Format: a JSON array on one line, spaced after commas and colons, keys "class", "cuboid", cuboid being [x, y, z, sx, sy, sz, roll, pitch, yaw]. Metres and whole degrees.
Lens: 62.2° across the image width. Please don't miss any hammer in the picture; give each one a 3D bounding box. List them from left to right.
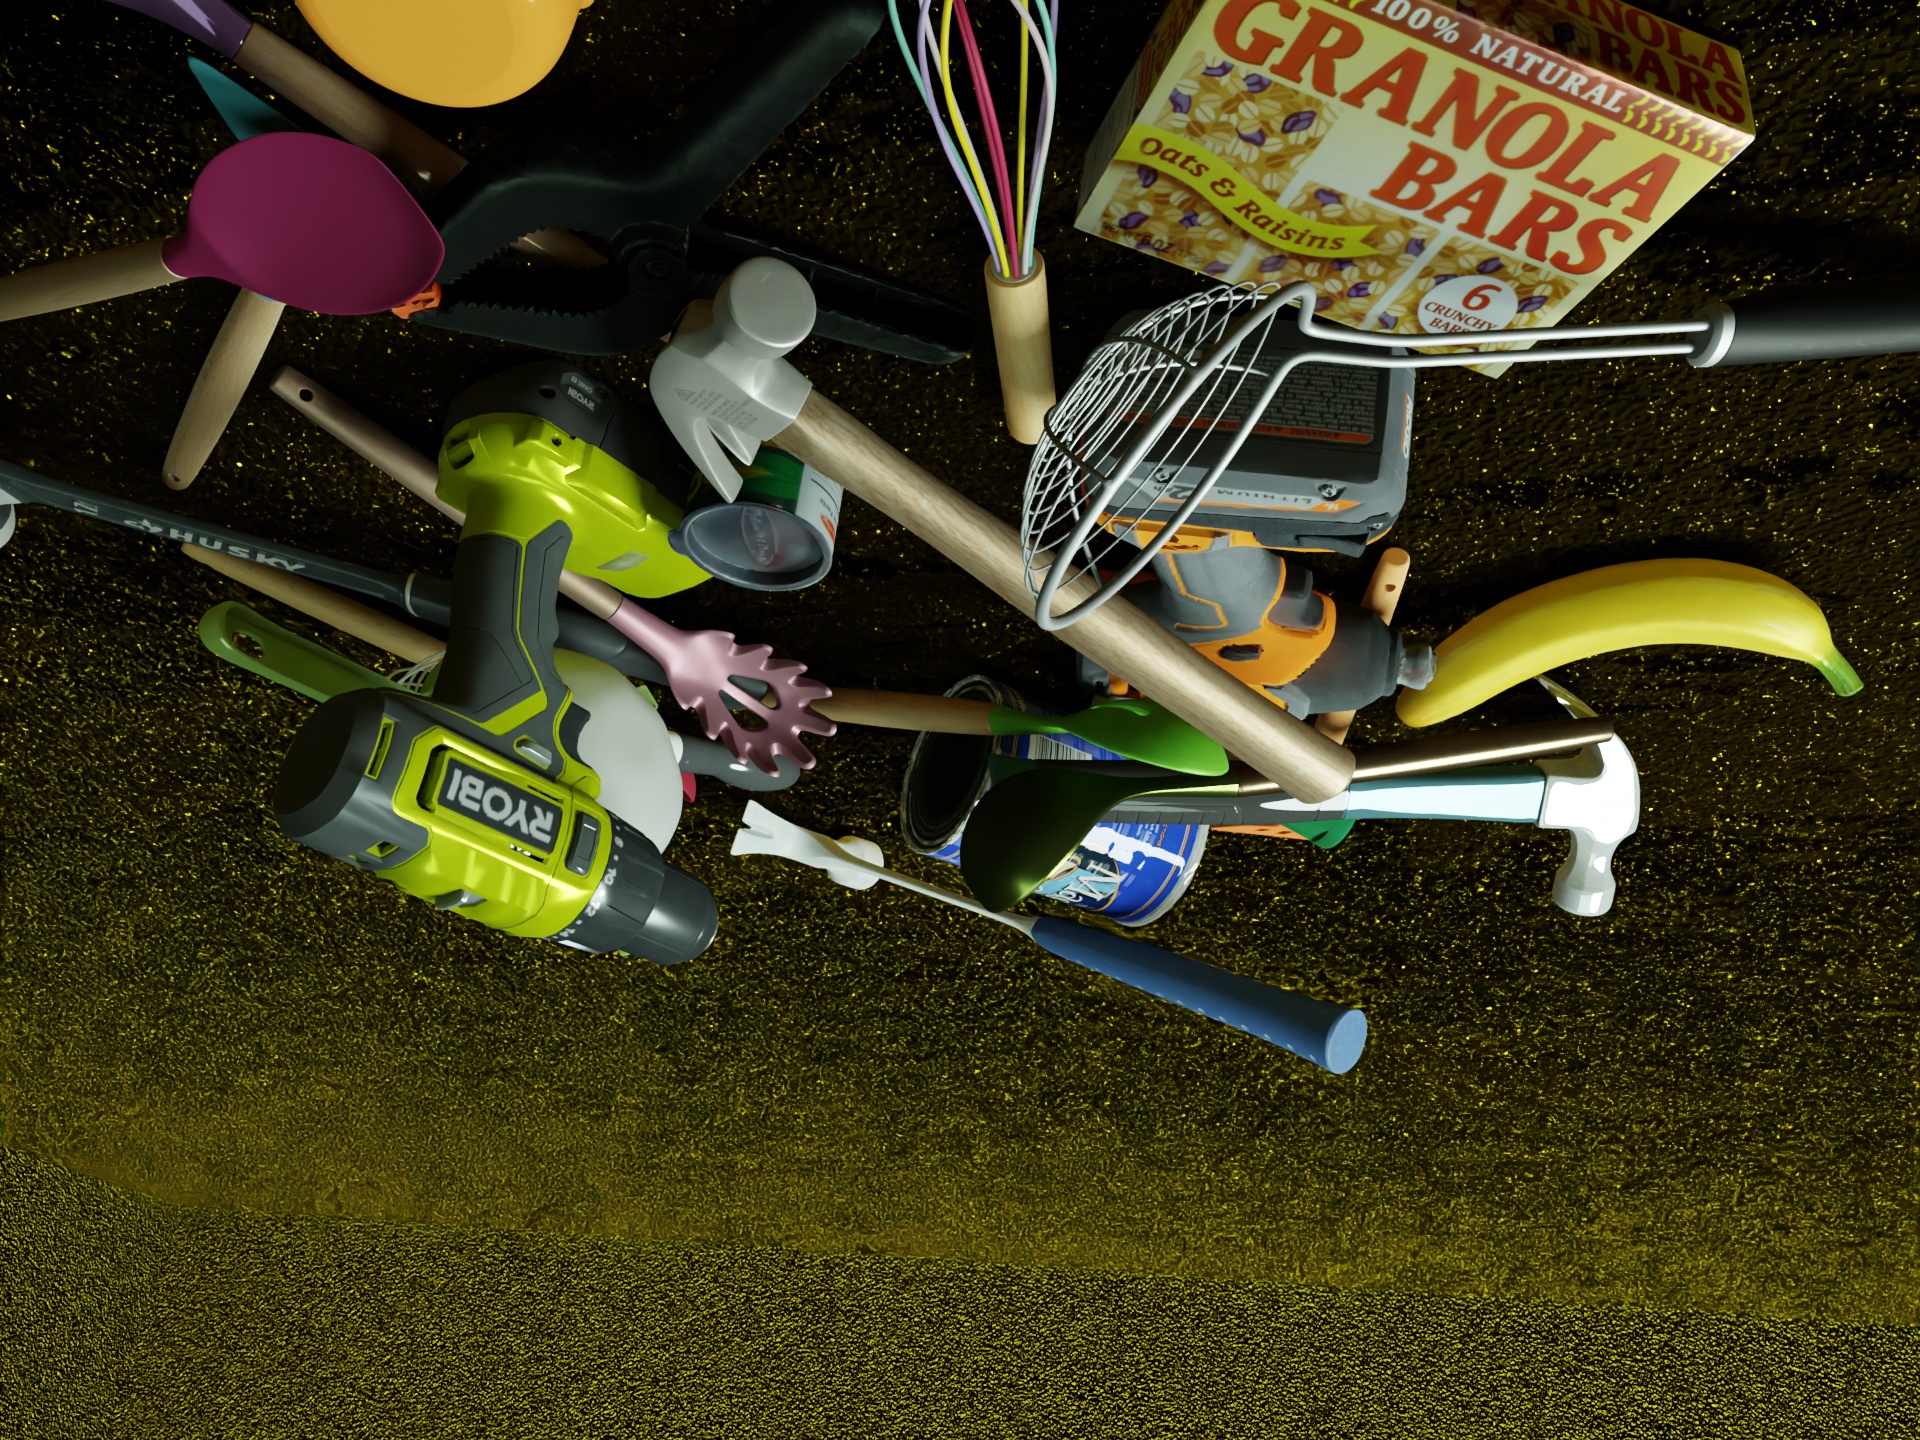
[{"class": "hammer", "cuboid": [-0.289, -0.071, 0.795, 0.408, 0.036, 0.149, 15, 158, -22]}, {"class": "hammer", "cuboid": [0.036, 0.118, 0.914, 0.406, 0.035, 0.144, 15, 174, 38]}, {"class": "hammer", "cuboid": [0.026, -0.055, 0.624, 0.331, 0.031, 0.130, 32, 160, -22]}, {"class": "hammer", "cuboid": [0.179, 0.038, 0.802, 0.331, 0.033, 0.128, 0, 115, -4]}]

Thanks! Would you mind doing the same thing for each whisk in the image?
[{"class": "whisk", "cuboid": [-0.191, 0.012, 0.876, 0.070, 0.070, 0.284, -15, 162, 36]}, {"class": "whisk", "cuboid": [0.014, -0.170, 0.551, 0.051, 0.047, 0.244, -4, 155, 5]}]

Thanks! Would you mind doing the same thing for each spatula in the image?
[{"class": "spatula", "cuboid": [-0.294, -0.158, 0.645, 0.082, 0.044, 0.317, 34, 145, -21]}, {"class": "spatula", "cuboid": [-0.219, -0.217, 0.543, 0.315, 0.018, 0.060, 30, 138, -35]}, {"class": "spatula", "cuboid": [0.197, 0.004, 0.860, 0.081, 0.041, 0.322, 6, 148, 3]}]

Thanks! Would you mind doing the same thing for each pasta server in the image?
[{"class": "pasta server", "cuboid": [-0.187, -0.069, 0.770, 0.316, 0.060, 0.040, 37, 172, -32]}]

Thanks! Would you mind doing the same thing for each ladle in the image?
[{"class": "ladle", "cuboid": [-0.281, -0.029, 0.901, 0.315, 0.031, 0.069, 28, 170, -30]}, {"class": "ladle", "cuboid": [0.157, 0.037, 0.754, 0.320, 0.062, 0.078, -8, -172, -6]}]

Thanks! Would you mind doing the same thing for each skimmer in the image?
[{"class": "skimmer", "cuboid": [0.192, -0.094, 0.505, 0.363, 0.090, 0.127, -6, 157, -10]}]

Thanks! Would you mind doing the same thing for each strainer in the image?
[{"class": "strainer", "cuboid": [-0.211, 0.000, 0.721, 0.069, 0.152, 0.256, -22, 146, 28]}]

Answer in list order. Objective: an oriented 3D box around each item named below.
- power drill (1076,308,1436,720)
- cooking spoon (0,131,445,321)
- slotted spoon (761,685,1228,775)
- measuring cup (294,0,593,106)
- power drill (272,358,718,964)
[{"class": "power drill", "cuboid": [0.129, -0.069, 0.669, 0.164, 0.084, 0.226, 7, 156, 9]}, {"class": "cooking spoon", "cuboid": [-0.305, -0.170, 0.592, 0.319, 0.017, 0.068, 2, 142, 33]}, {"class": "slotted spoon", "cuboid": [-0.001, -0.003, 0.799, 0.314, 0.031, 0.070, 6, -176, 43]}, {"class": "measuring cup", "cuboid": [-0.129, -0.238, 0.444, 0.095, 0.052, 0.173, 27, 148, -33]}, {"class": "power drill", "cuboid": [-0.166, -0.018, 0.678, 0.080, 0.229, 0.190, -17, 144, 38]}]
